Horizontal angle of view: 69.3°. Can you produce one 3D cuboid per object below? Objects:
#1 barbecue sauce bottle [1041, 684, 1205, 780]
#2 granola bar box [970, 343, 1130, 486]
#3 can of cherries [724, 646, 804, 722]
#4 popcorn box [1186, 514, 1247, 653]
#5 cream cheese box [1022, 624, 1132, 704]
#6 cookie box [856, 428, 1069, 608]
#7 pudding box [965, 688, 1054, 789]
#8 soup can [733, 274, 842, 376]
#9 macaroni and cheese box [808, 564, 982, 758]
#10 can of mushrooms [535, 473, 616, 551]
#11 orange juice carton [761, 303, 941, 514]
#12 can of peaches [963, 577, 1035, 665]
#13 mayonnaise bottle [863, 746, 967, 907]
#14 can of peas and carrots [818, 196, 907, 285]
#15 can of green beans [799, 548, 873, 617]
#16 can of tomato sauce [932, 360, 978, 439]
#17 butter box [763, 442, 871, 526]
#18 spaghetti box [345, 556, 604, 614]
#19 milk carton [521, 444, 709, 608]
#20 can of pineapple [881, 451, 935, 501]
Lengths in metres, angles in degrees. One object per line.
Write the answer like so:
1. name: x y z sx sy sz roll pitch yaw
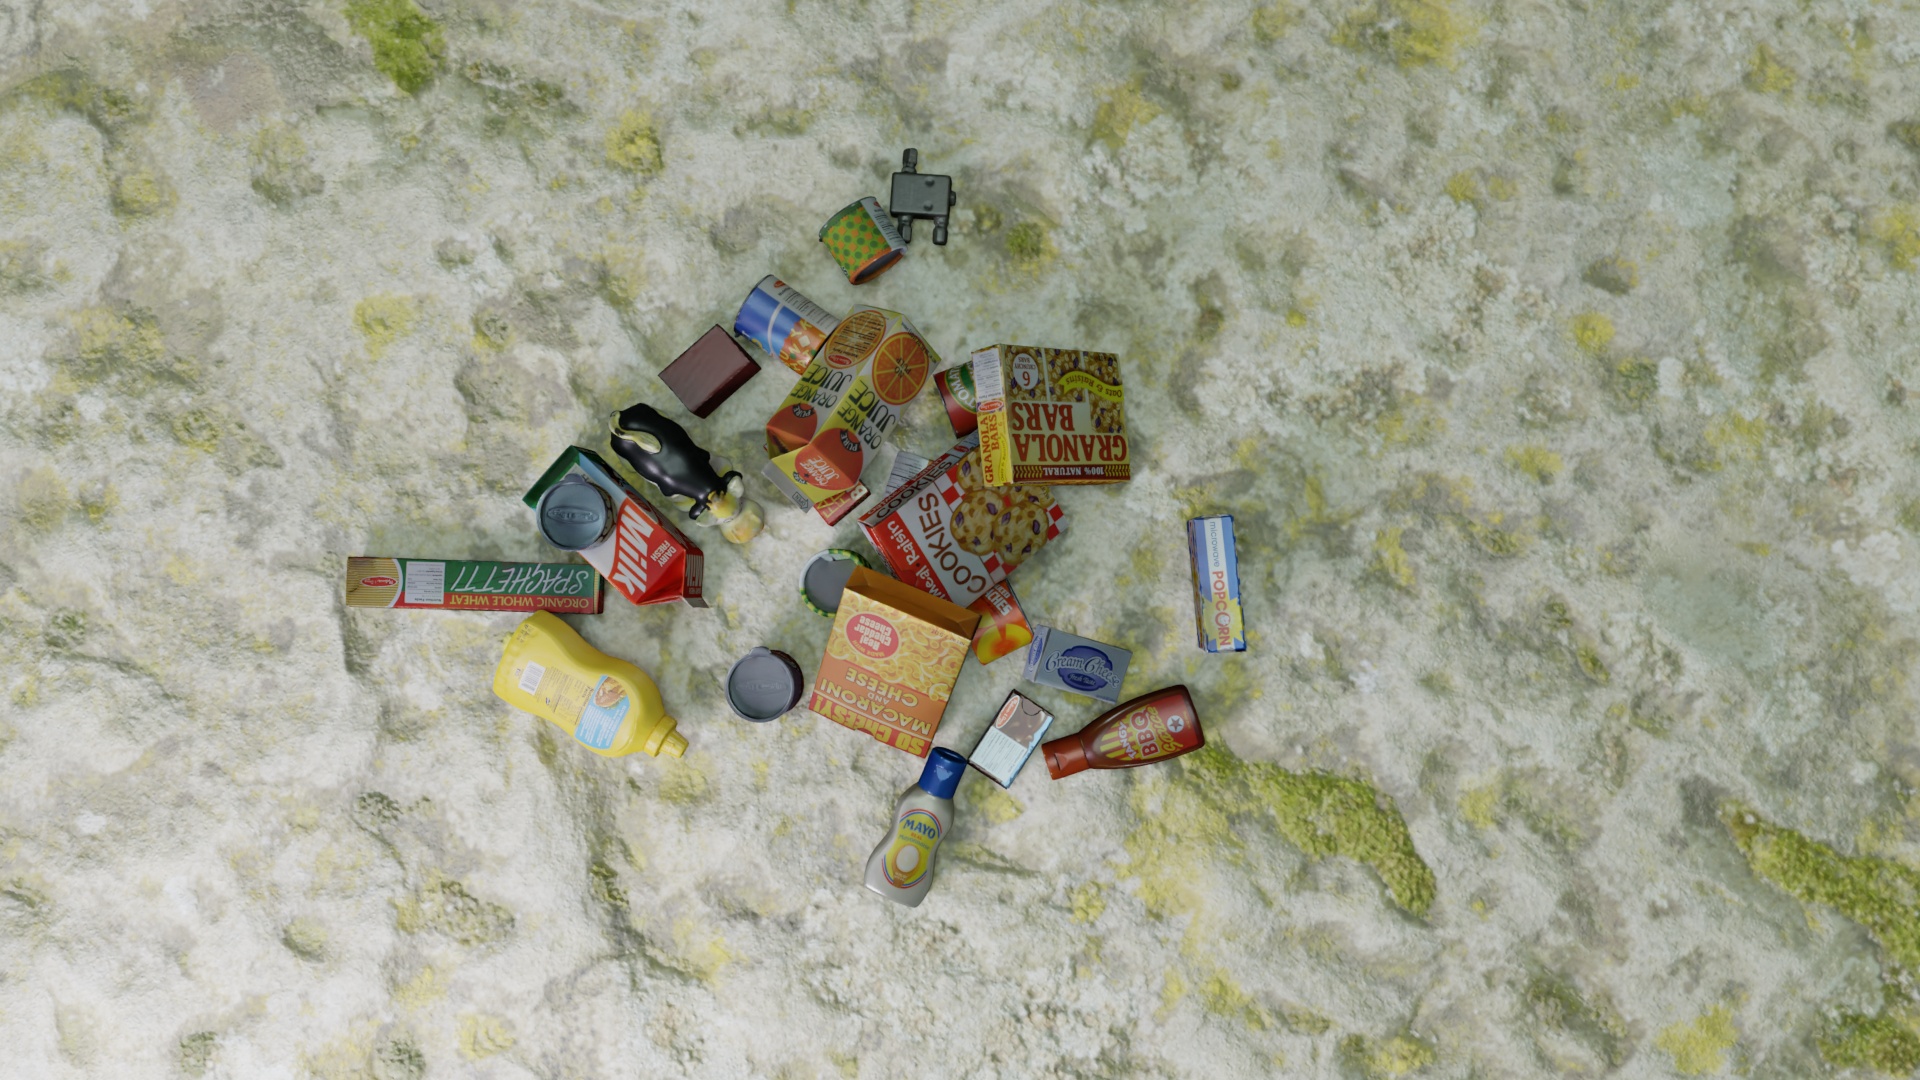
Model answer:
1. barbecue sauce bottle: 0.152 0.187 1.312 0.148 0.043 0.065 -18 89 2
2. granola bar box: 0.087 -0.113 1.276 0.039 0.166 0.124 -8 87 46
3. can of cherries: -0.185 0.135 1.322 0.071 0.058 0.071 0 88 4
4. popcorn box: 0.238 0.040 1.293 0.038 0.085 0.126 -6 88 4
5. cream cheese box: 0.110 0.116 1.300 0.104 0.024 0.053 18 88 -31
6. cookie box: 0.005 -0.016 1.282 0.168 0.040 0.122 -38 115 -15
7. pudding box: 0.048 0.189 1.323 0.050 0.030 0.083 33 89 4
8. soup can: -0.166 -0.202 1.332 0.084 0.071 0.071 34 90 3
9. macaroni and cheese box: -0.064 0.115 1.279 0.124 0.040 0.165 23 128 3
10. can of mushrooms: -0.352 -0.025 1.276 0.071 0.033 0.071 0 88 4
11. orange juice carton: -0.110 -0.121 1.289 0.073 0.071 0.193 21 72 44
12. can of peaches: 0.031 0.076 1.309 0.058 0.071 0.071 -26 87 2
13. mayonnaise bottle: -0.038 0.268 1.309 0.065 0.041 0.148 23 98 0
14. can of peas and carrots: -0.095 -0.285 1.331 0.071 0.071 0.059 -34 87 1
15. can of green beans: -0.117 0.041 1.323 0.071 0.058 0.071 0 88 3
16. can of tomato sauce: 0.023 -0.142 1.318 0.083 0.071 0.071 -21 87 1
17. butter box: -0.138 -0.068 1.345 0.053 0.024 0.103 -40 87 0
18. spaghetti box: -0.471 0.044 1.353 0.250 0.028 0.050 2 88 3
19. milk carton: -0.316 0.000 1.327 0.190 0.072 0.073 42 90 4
20. can of pineapple: -0.036 -0.047 1.320 0.071 0.071 0.058 19 89 3
